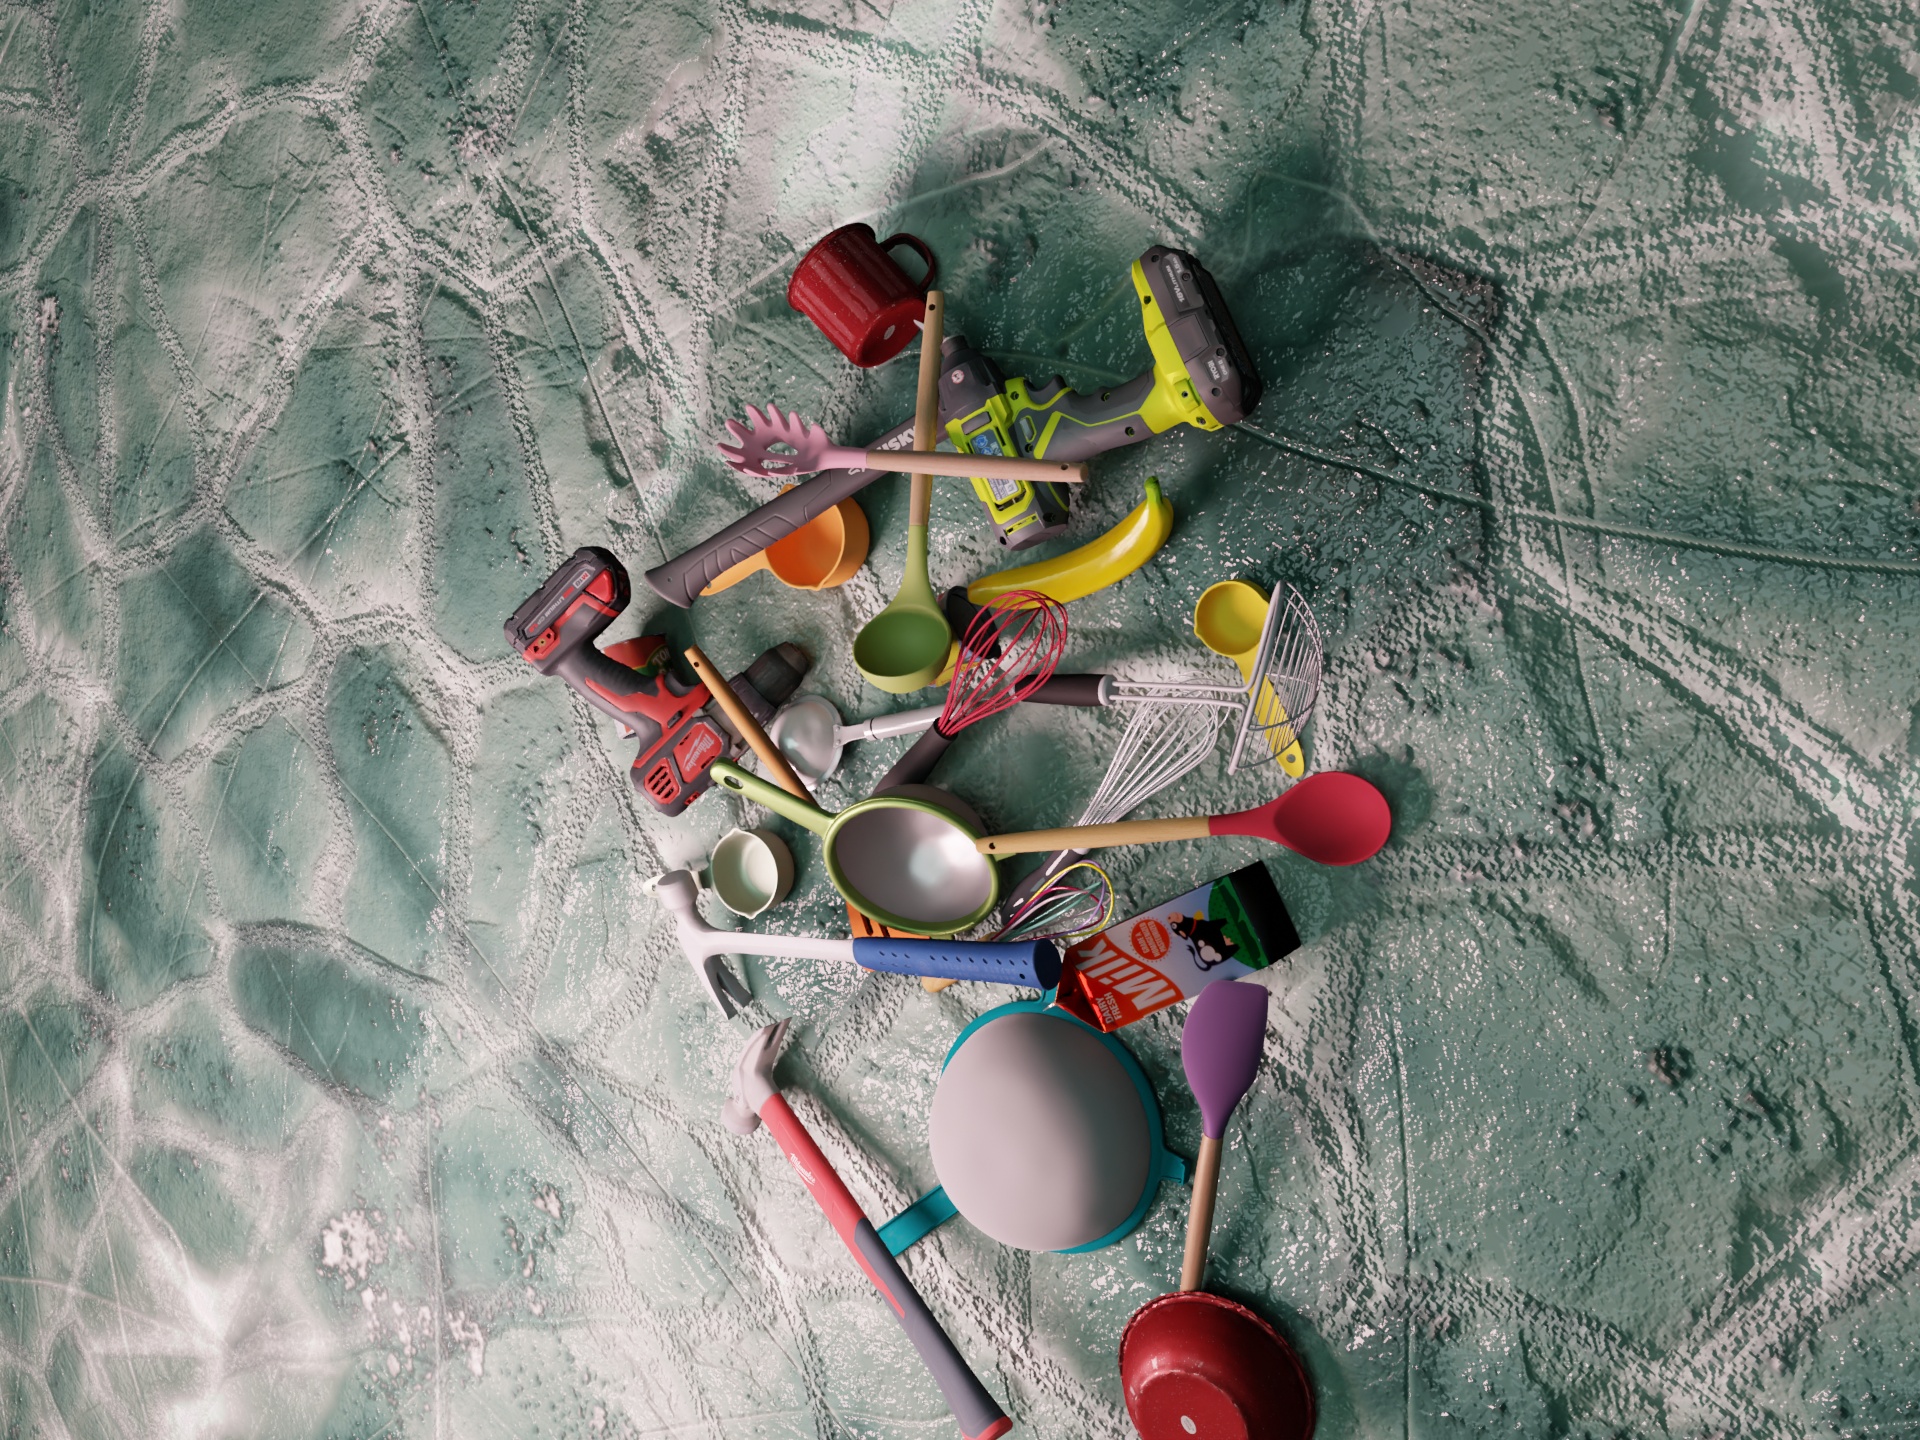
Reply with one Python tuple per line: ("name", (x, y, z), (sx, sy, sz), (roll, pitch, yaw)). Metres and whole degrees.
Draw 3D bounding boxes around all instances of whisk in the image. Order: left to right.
("whisk", (-0.002, -0.004, 1.270), (0.073, 0.073, 0.295), (54, 135, 16))
("whisk", (0.042, 0.175, 1.269), (0.047, 0.051, 0.245), (47, 135, -6))
("whisk", (0.114, 0.070, 1.241), (0.070, 0.070, 0.284), (48, 121, 19))

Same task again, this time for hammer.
("hammer", (-0.115, -0.192, 1.304), (0.335, 0.035, 0.146), (-29, 82, 11))
("hammer", (-0.090, 0.197, 1.328), (0.405, 0.035, 0.144), (-2, 116, 39))
("hammer", (-0.078, 0.430, 1.341), (0.387, 0.038, 0.143), (48, 132, 29))

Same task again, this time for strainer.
("strainer", (-0.080, 0.080, 1.310), (0.256, 0.069, 0.151), (27, 131, -2))
("strainer", (-0.083, 0.007, 1.362), (0.258, 0.050, 0.087), (-11, 74, 28))
("strainer", (0.008, 0.377, 1.306), (0.340, 0.095, 0.211), (-42, 73, 26))

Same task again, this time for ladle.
("ladle", (-0.035, -0.180, 1.240), (0.078, 0.062, 0.320), (4, 88, 18))
("ladle", (0.161, 0.083, 1.191), (0.315, 0.031, 0.069), (-6, 91, 18))

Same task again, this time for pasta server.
("pasta server", (-0.049, -0.202, 1.214), (0.316, 0.040, 0.060), (9, 73, 30))

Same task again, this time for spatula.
("spatula", (-0.139, 0.071, 1.365), (0.081, 0.041, 0.322), (-30, 101, 30))
("spatula", (0.186, 0.334, 1.203), (0.060, 0.018, 0.315), (5, 112, 4))

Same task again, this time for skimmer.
("skimmer", (0.121, -0.030, 1.122), (0.363, 0.090, 0.127), (3, 76, 57))

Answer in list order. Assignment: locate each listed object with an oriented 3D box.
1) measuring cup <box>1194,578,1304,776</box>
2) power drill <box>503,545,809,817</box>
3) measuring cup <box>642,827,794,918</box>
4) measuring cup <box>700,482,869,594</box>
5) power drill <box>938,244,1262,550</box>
("measuring cup", (0.225, -0.032, 1.184), (0.062, 0.029, 0.156), (-21, 95, 31))
("power drill", (-0.263, -0.052, 1.398), (0.188, 0.080, 0.226), (-45, 89, 0))
("measuring cup", (-0.222, 0.143, 1.459), (0.167, 0.038, 0.083), (-12, 88, 33))
("measuring cup", (-0.154, -0.144, 1.383), (0.173, 0.052, 0.095), (-21, 83, 33))
("power drill", (0.094, -0.250, 1.188), (0.223, 0.080, 0.171), (-26, 84, 23))
